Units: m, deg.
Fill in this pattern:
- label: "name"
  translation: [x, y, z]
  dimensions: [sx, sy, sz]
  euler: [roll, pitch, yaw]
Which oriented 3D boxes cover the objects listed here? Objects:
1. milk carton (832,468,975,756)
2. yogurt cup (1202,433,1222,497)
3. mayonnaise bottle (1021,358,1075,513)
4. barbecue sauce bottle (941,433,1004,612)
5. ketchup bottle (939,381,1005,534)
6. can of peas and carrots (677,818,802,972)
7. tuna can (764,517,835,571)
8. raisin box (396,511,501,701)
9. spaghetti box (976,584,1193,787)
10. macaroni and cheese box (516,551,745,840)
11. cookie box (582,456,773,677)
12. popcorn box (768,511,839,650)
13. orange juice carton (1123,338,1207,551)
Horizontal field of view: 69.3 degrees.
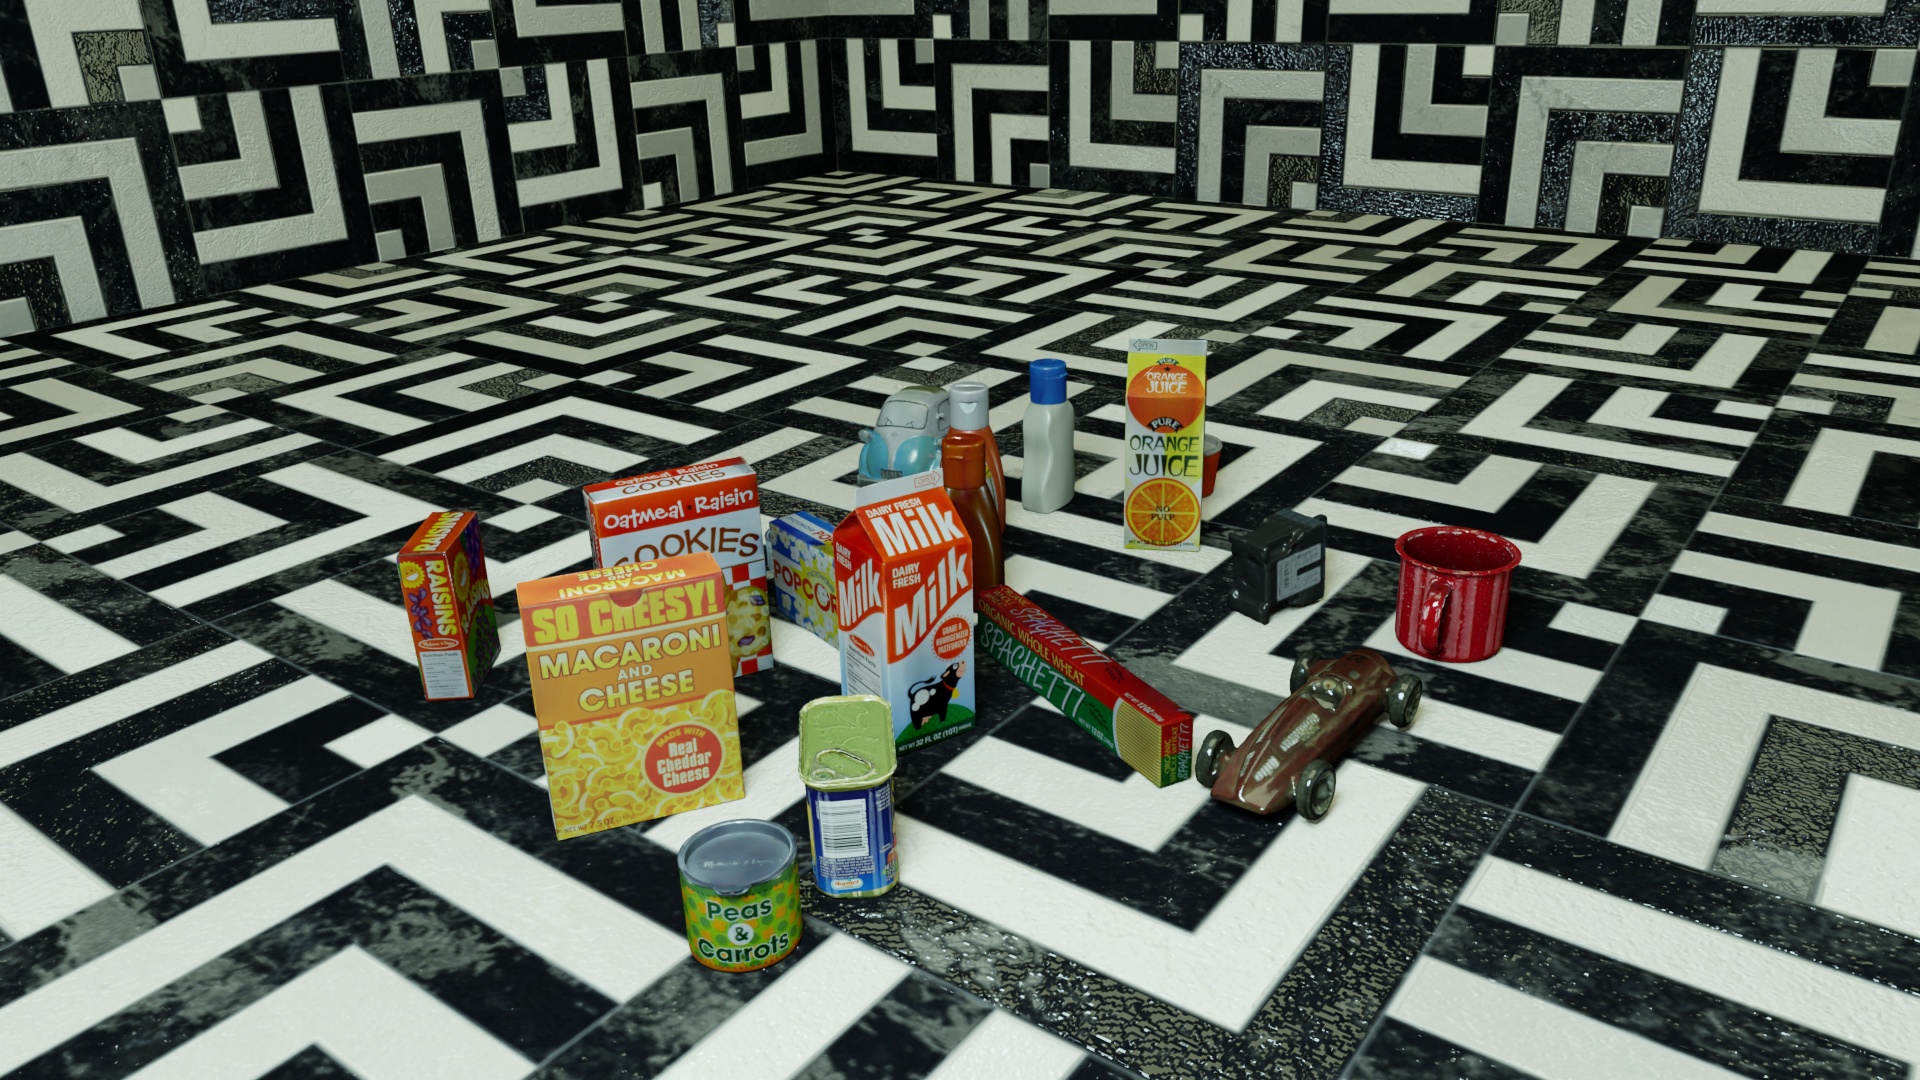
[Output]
- label: "milk carton"
  translation: [-0.039, 0.045, 0.971]
  dimensions: [0.072, 0.189, 0.073]
  euler: [-16, 26, -30]
- label: "yogurt cup"
  translation: [0.231, -0.076, 1.416]
  dimensions: [0.072, 0.053, 0.073]
  euler: [-1, 23, 1]
- label: "mayonnaise bottle"
  translation: [0.087, -0.104, 1.373]
  dimensions: [0.041, 0.147, 0.065]
  euler: [14, 27, 33]
- label: "barbecue sauce bottle"
  translation: [0.004, -0.015, 1.165]
  dimensions: [0.065, 0.148, 0.044]
  euler: [6, 24, 19]
- label: "ketchup bottle"
  translation: [0.010, -0.074, 1.306]
  dimensions: [0.065, 0.148, 0.044]
  euler: [0, 22, 4]
- label: "can of peas and carrots"
  translation: [-0.123, 0.200, 0.779]
  dimensions: [0.071, 0.058, 0.071]
  euler: [-1, 23, 1]
- label: "tuna can"
  translation: [-0.144, 0.006, 1.275]
  dimensions: [0.071, 0.032, 0.071]
  euler: [-1, 23, 1]
- label: "raisin box"
  translation: [-0.394, 0.049, 1.074]
  dimensions: [0.040, 0.123, 0.086]
  euler: [-2, 22, -1]
- label: "spaghetti box"
  translation: [0.083, 0.099, 1.015]
  dimensions: [0.029, 0.050, 0.250]
  euler: [-13, 25, -26]
- label: "macaroni and cheese box"
  translation: [-0.207, 0.099, 0.887]
  dimensions: [0.124, 0.165, 0.040]
  euler: [-10, 24, -19]
- label: "cookie box"
  translation: [-0.211, 0.030, 1.051]
  dimensions: [0.123, 0.166, 0.040]
  euler: [-13, 25, -25]
- label: "popcorn box"
  translation: [-0.107, 0.035, 1.136]
  dimensions: [0.038, 0.085, 0.127]
  euler: [-18, 27, -33]
- label: "orange juice carton"
  translation: [0.189, -0.092, 1.279]
  dimensions: [0.072, 0.191, 0.073]
  euler: [2, 23, 10]
